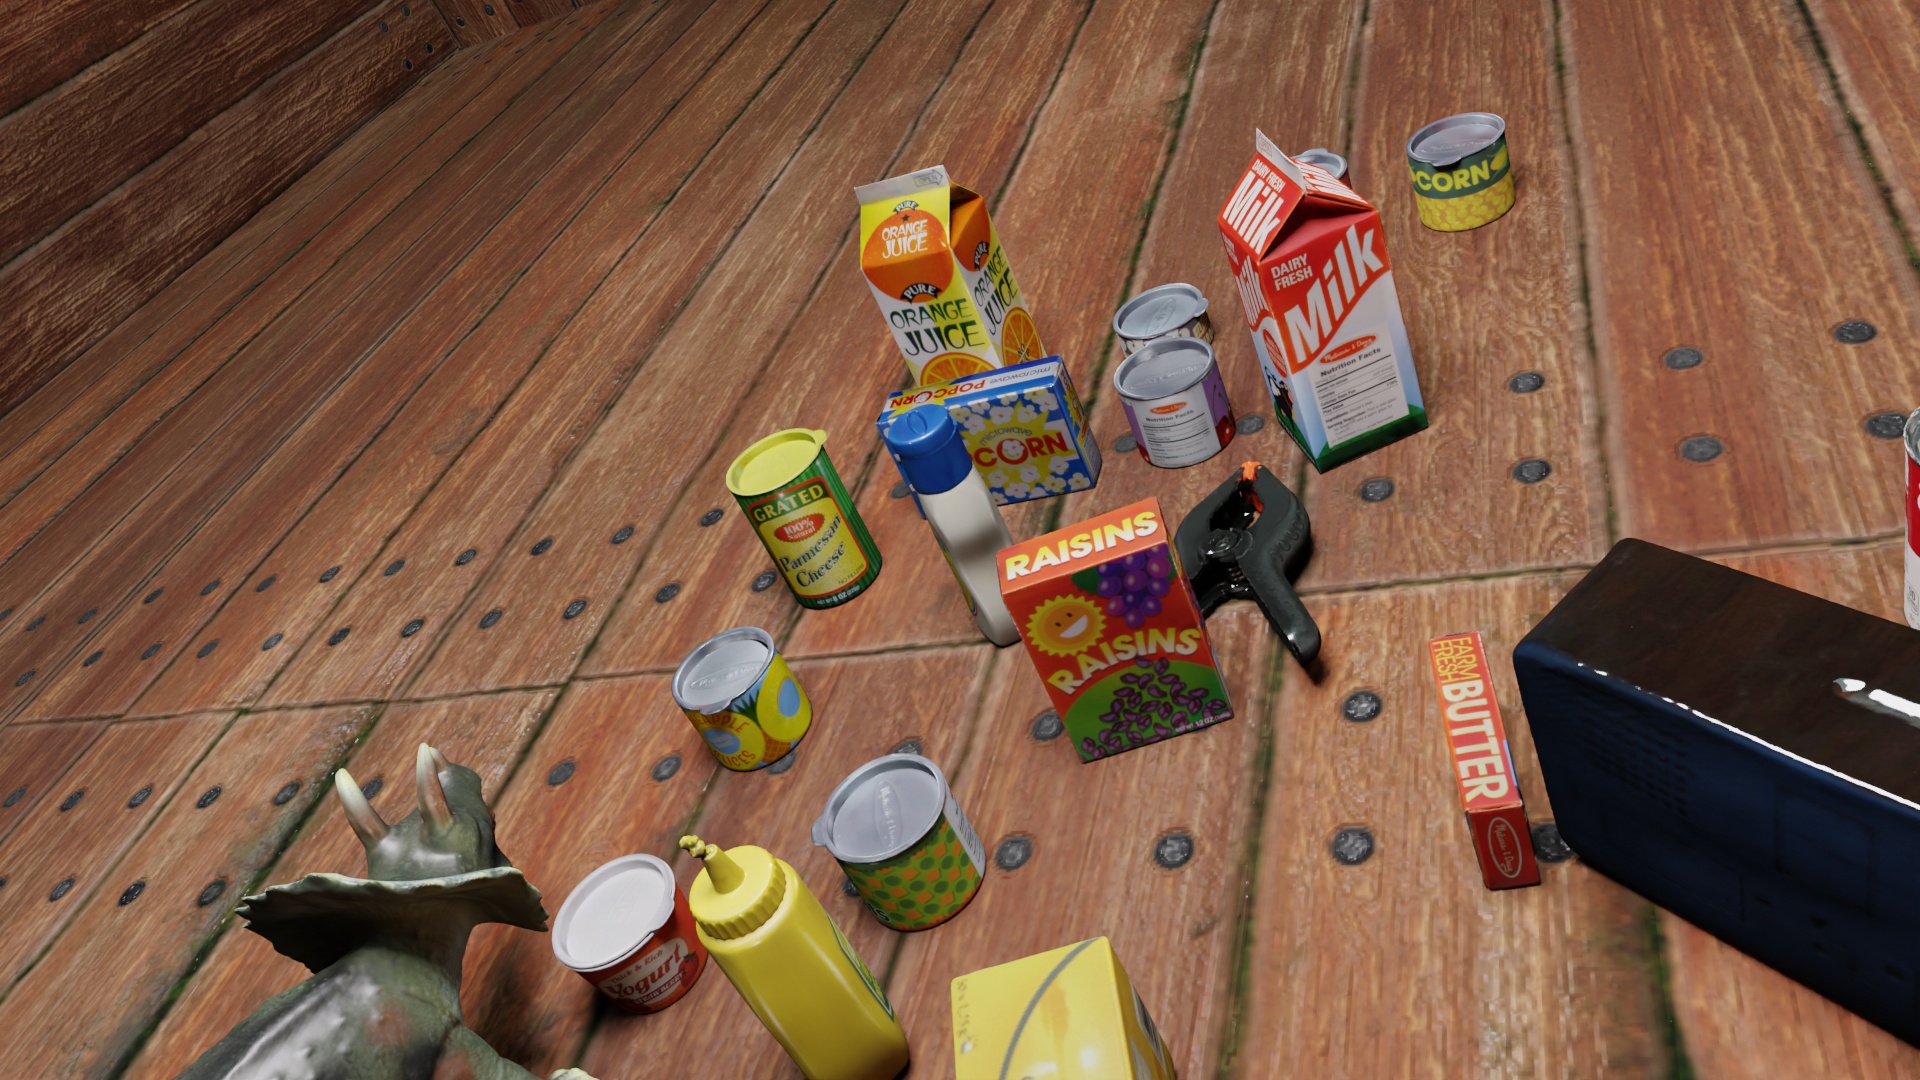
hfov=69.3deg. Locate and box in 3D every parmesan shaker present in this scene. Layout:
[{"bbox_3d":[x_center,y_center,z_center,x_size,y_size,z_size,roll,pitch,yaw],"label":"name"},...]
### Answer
[{"bbox_3d":[-0.098,-0.014,0.909,0.071,0.102,0.072,-17,35,13],"label":"parmesan shaker"}]

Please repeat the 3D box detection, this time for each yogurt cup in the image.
[{"bbox_3d":[-0.165,0.203,0.709,0.072,0.053,0.073,-17,35,13],"label":"yogurt cup"}]

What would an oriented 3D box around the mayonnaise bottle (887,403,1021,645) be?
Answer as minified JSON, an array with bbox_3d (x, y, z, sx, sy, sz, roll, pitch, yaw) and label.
[{"bbox_3d":[0.003,-0.010,0.798,0.041,0.147,0.065,-27,34,-1],"label":"mayonnaise bottle"}]

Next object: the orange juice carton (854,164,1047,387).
[{"bbox_3d":[-0.007,-0.172,0.979,0.072,0.192,0.073,-5,39,28],"label":"orange juice carton"}]

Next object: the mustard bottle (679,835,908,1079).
[{"bbox_3d":[-0.075,0.176,0.592,0.049,0.159,0.065,-35,35,-12],"label":"mustard bottle"}]

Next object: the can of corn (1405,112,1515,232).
[{"bbox_3d":[0.353,-0.258,0.980,0.071,0.058,0.071,-17,35,13],"label":"can of corn"}]

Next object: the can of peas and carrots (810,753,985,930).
[{"bbox_3d":[-0.030,0.150,0.687,0.071,0.058,0.071,-17,35,13],"label":"can of peas and carrots"}]

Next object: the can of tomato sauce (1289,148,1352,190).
[{"bbox_3d":[0.247,-0.221,0.977,0.071,0.082,0.071,-17,35,13],"label":"can of tomato sauce"}]

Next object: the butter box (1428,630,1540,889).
[{"bbox_3d":[0.226,0.093,0.603,0.024,0.053,0.104,-13,36,18],"label":"butter box"}]

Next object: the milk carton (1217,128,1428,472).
[{"bbox_3d":[0.206,-0.142,0.805,0.073,0.189,0.072,-24,34,4],"label":"milk carton"}]

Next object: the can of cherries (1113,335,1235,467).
[{"bbox_3d":[0.139,-0.090,0.896,0.071,0.058,0.072,-17,35,13],"label":"can of cherries"}]

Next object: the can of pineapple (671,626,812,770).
[{"bbox_3d":[-0.130,0.095,0.824,0.071,0.057,0.071,-17,35,13],"label":"can of pineapple"}]

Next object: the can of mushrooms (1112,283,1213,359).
[{"bbox_3d":[0.148,-0.152,0.994,0.071,0.033,0.071,-17,35,13],"label":"can of mushrooms"}]

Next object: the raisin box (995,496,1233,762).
[{"bbox_3d":[0.079,0.047,0.696,0.086,0.123,0.040,-19,35,11],"label":"raisin box"}]

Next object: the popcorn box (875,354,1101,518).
[{"bbox_3d":[0.020,-0.067,0.918,0.126,0.085,0.038,-10,37,22],"label":"popcorn box"}]
